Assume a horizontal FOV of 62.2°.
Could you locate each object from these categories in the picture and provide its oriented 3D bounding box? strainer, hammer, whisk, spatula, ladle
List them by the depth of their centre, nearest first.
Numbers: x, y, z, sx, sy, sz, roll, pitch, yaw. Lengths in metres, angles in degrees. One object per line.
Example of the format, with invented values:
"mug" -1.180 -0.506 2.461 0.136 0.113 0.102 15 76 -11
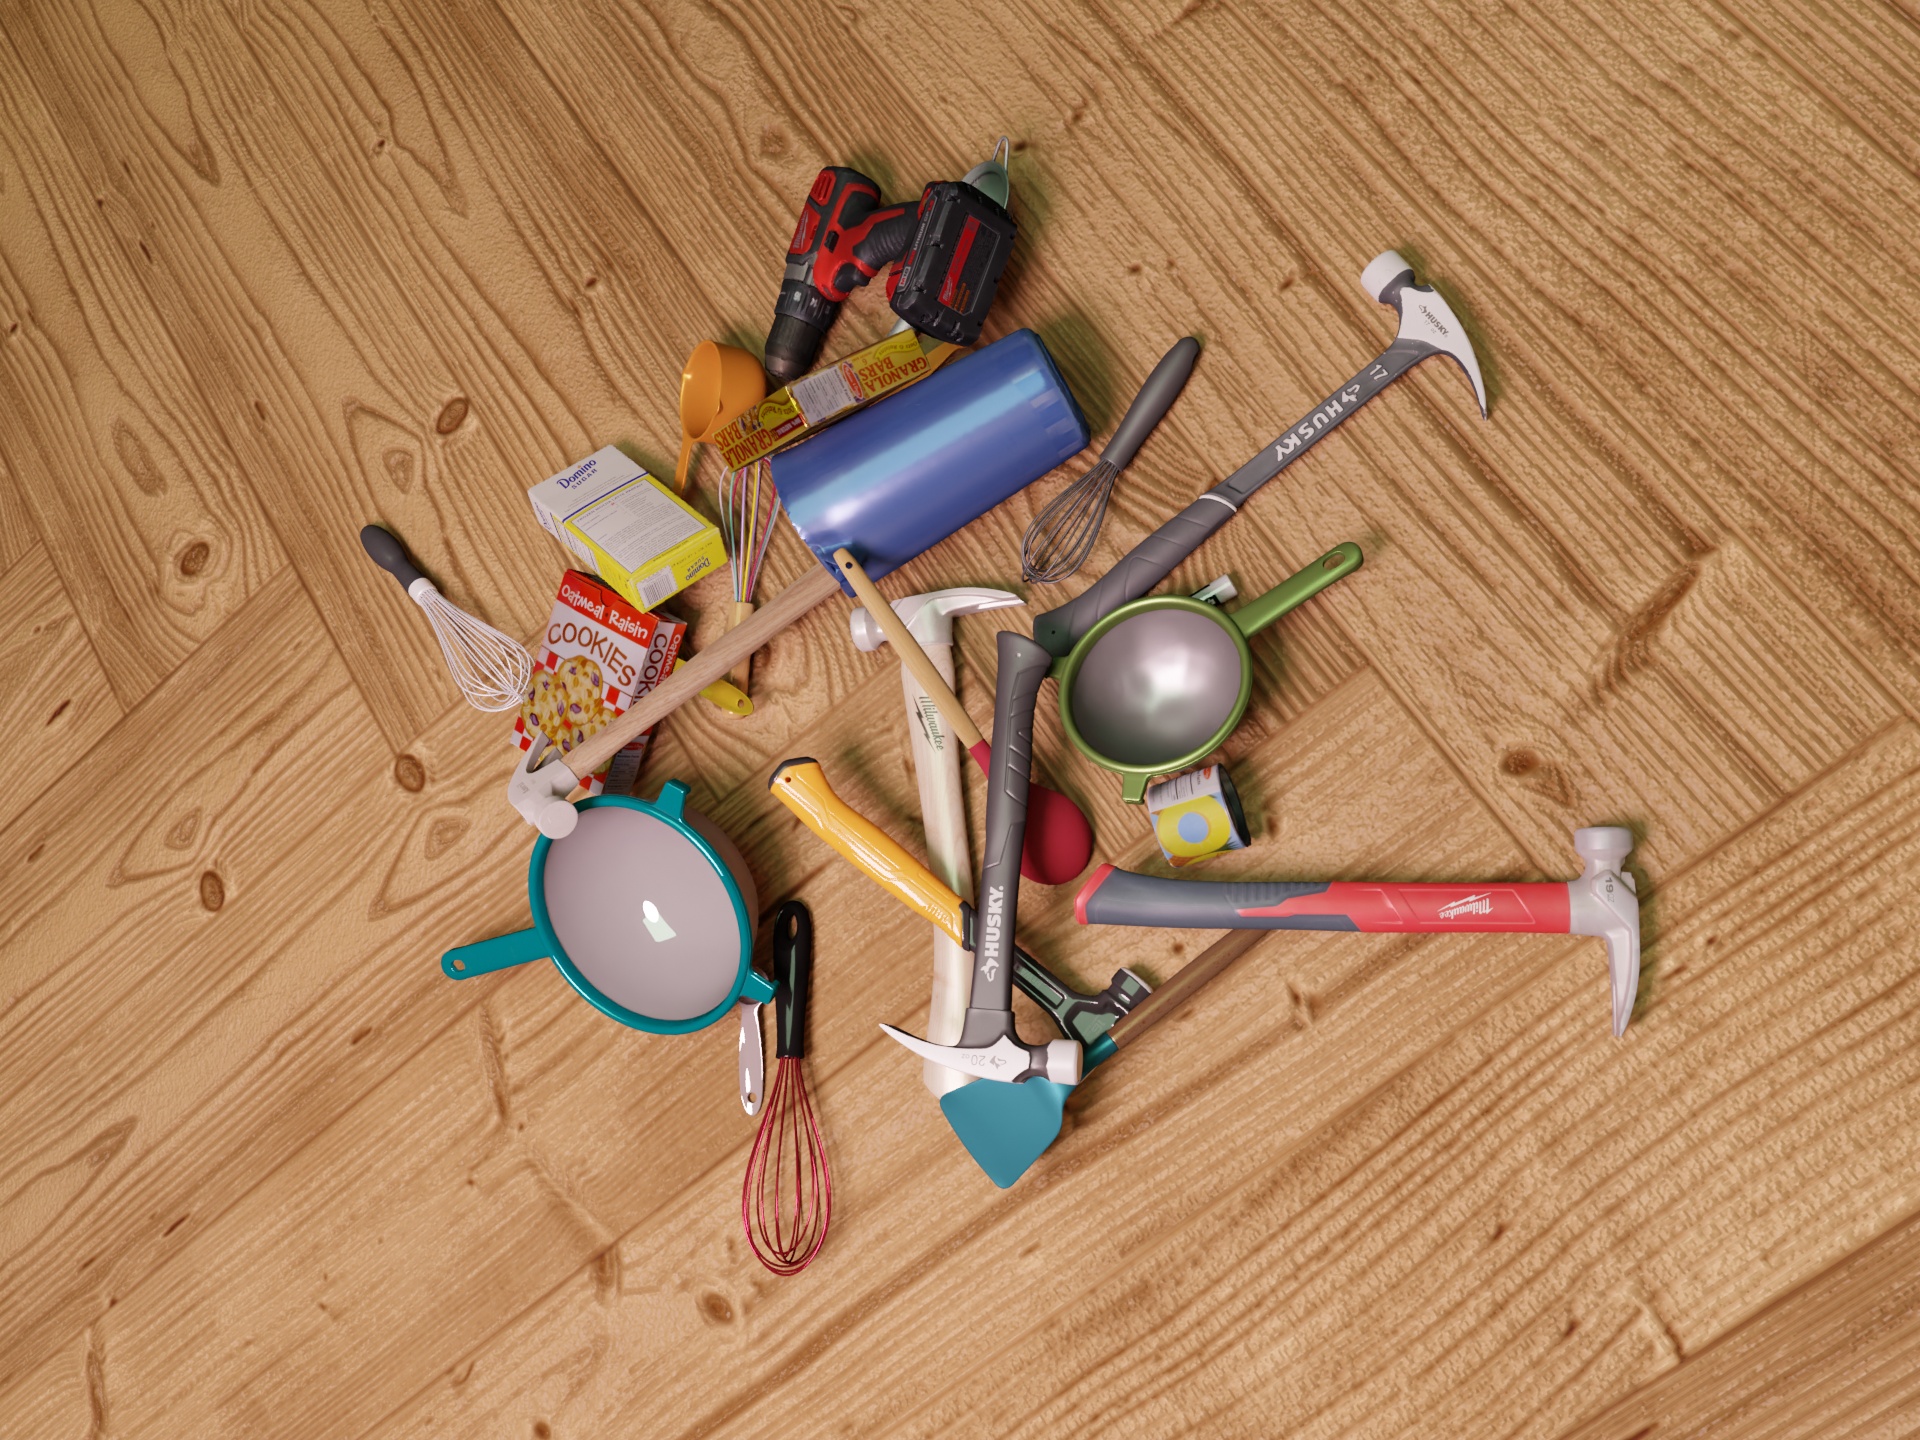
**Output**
"hammer" 0.274 0.148 1.131 0.386 0.038 0.143 -1 82 13
"spatula" 0.130 0.219 1.174 0.317 0.044 0.082 -37 80 -6
"hammer" 0.026 0.095 1.179 0.146 0.035 0.335 2 76 14
"strainer" 0.198 -0.045 1.206 0.256 0.069 0.152 -34 55 4
"hammer" -0.020 0.150 1.227 0.337 0.034 0.127 39 87 10
"ladle" -0.002 -0.004 1.232 0.069 0.031 0.315 -36 91 -1
"hammer" 0.220 -0.177 1.235 0.409 0.036 0.149 -40 71 11
"whisk" 0.120 -0.208 1.272 0.055 0.055 0.239 34 90 22
"hammer" -0.003 0.097 1.273 0.146 0.038 0.411 -9 78 18
"whisk" -0.137 0.292 1.283 0.073 0.073 0.296 -7 72 20
"hammer" -0.229 -0.029 1.307 0.331 0.031 0.130 -39 31 -18
"strainer" -0.297 0.162 1.345 0.340 0.095 0.211 -17 101 30
"strainer" -0.020 -0.374 1.358 0.258 0.050 0.087 -54 41 11
"whisk" -0.187 -0.123 1.383 0.047 0.051 0.245 1 85 42
"whisk" -0.484 -0.102 1.481 0.285 0.070 0.070 42 97 27

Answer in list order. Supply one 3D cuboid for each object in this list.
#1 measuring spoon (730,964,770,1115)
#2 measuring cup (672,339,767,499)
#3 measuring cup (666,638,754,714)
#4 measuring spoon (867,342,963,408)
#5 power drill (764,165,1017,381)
"measuring spoon" -0.172 0.265 1.324 0.034 0.018 0.124 -2 87 13
"measuring cup" -0.217 -0.247 1.408 0.095 0.052 0.173 47 126 49
"measuring cup" -0.230 -0.041 1.379 0.157 0.029 0.062 29 103 27
"measuring spoon" -0.035 -0.297 1.368 0.117 0.011 0.021 -37 71 15
"power drill" -0.074 -0.366 1.329 0.227 0.080 0.188 23 93 46
